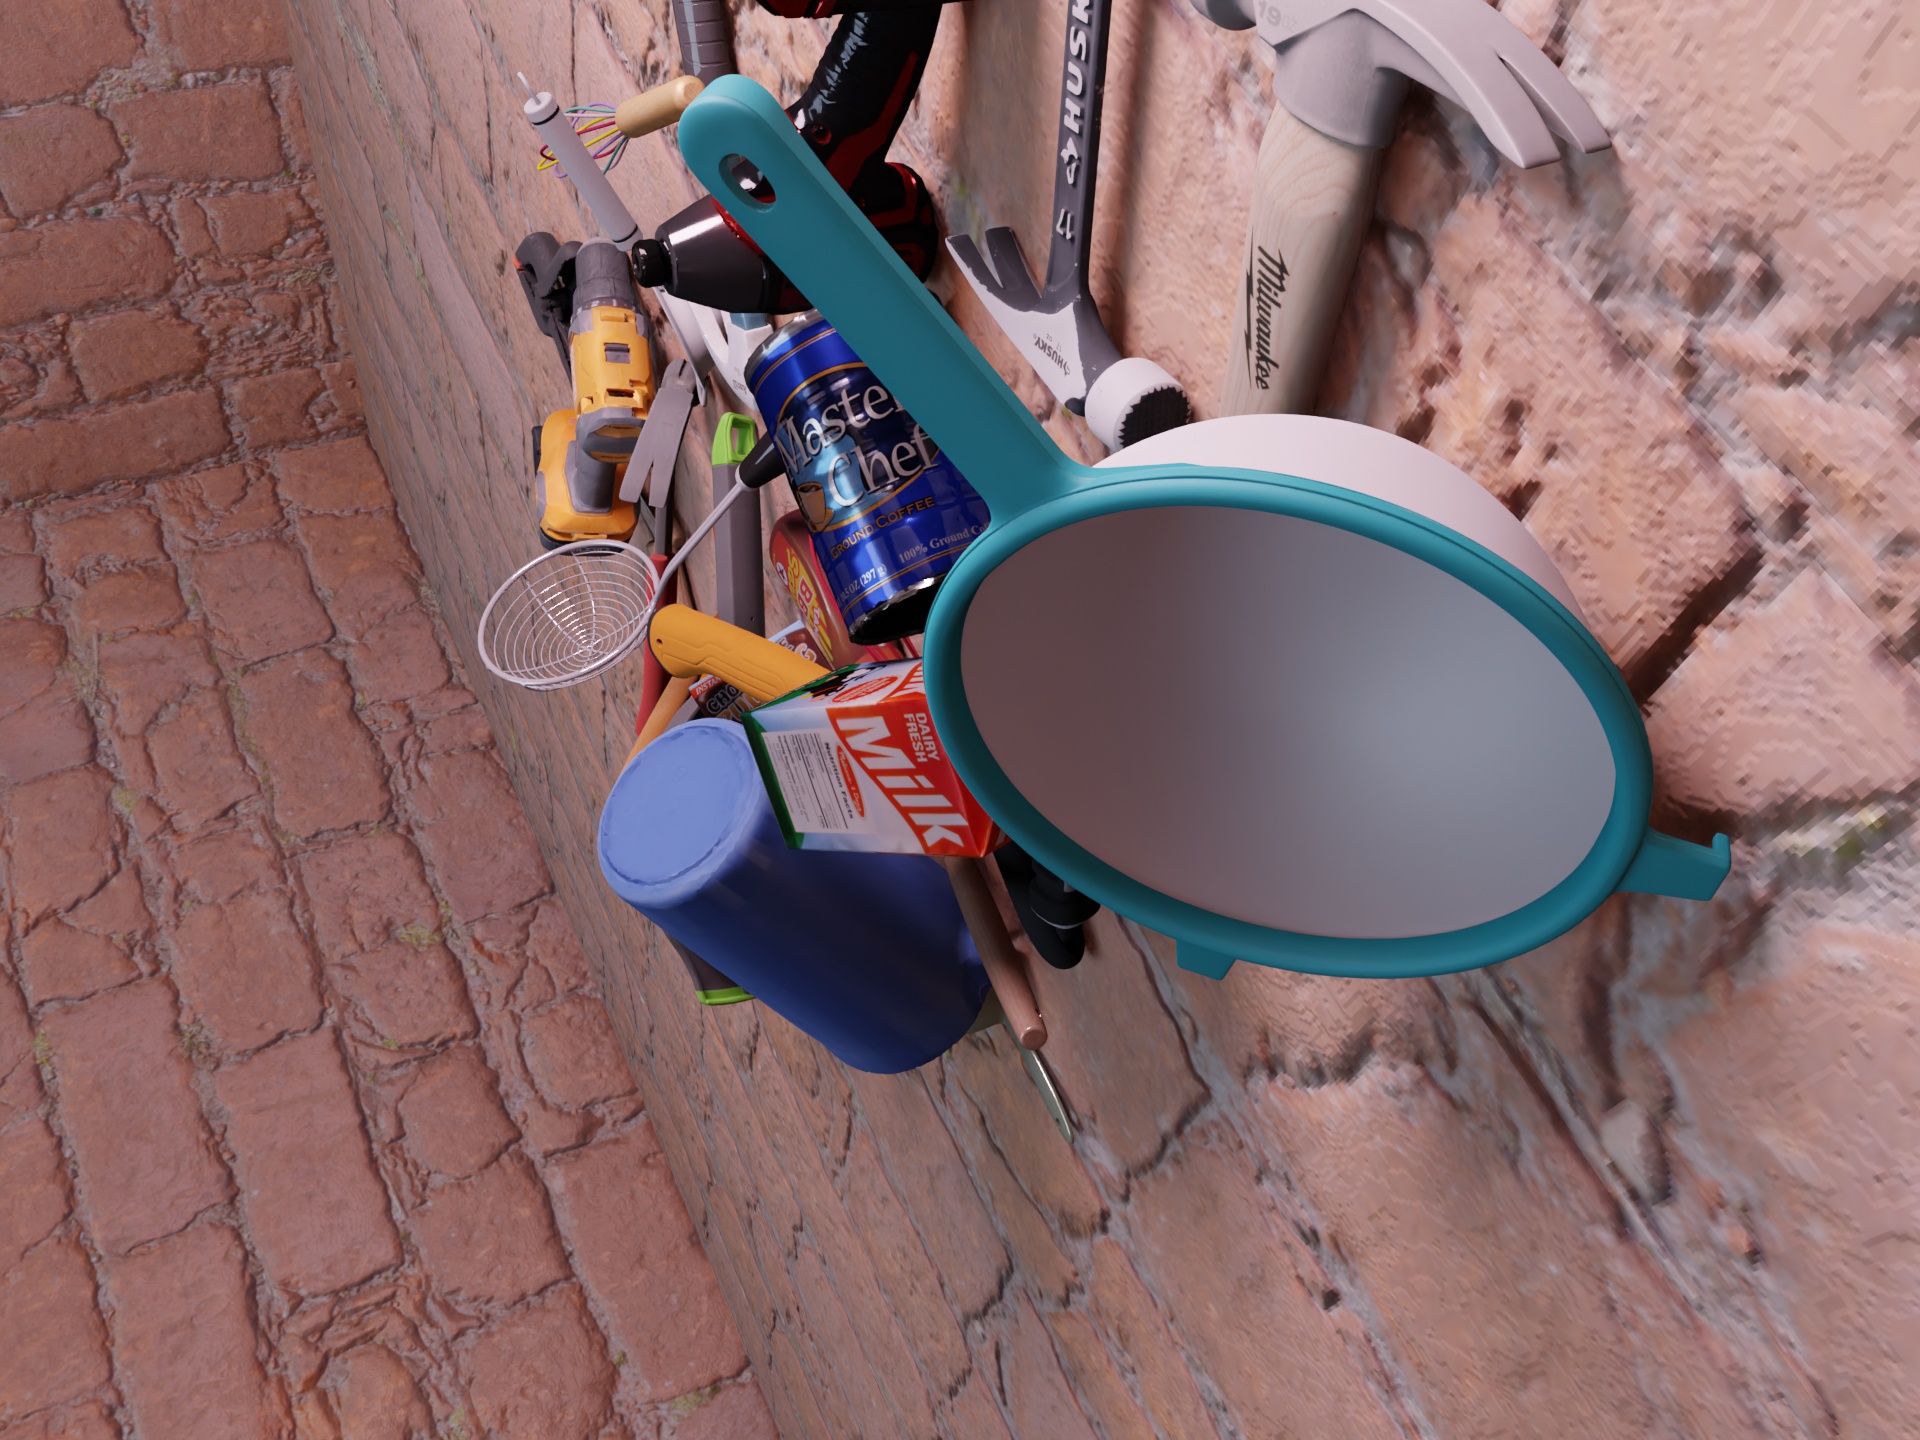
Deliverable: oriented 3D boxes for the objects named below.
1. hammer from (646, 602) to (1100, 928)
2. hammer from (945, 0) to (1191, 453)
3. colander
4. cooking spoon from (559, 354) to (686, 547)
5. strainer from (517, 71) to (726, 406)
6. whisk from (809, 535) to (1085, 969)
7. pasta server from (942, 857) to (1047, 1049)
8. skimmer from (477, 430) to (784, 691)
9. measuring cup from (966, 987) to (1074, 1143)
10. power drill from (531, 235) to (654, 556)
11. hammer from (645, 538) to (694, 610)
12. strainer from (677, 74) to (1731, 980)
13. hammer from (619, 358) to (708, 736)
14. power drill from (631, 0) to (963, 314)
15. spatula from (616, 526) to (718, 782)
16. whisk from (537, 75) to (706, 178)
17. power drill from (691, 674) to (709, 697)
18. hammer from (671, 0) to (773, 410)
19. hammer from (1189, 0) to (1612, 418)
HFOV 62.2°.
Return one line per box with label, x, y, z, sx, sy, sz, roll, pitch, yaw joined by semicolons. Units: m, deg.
hammer;-0.058;-0.010;0.834;0.337;0.034;0.127;23;126;40
hammer;0.046;-0.296;0.530;0.149;0.036;0.408;52;151;41
colander;-0.115;-0.010;1.060;0.094;0.204;0.397;-2;90;31
cooking spoon;-0.308;-0.257;1.418;0.319;0.017;0.068;55;152;34
strainer;-0.207;-0.304;1.019;0.258;0.050;0.087;56;-176;-48
whisk;-0.001;-0.003;0.852;0.296;0.073;0.073;65;158;1
pasta server;-0.004;0.085;0.850;0.060;0.040;0.316;43;-171;-25
skimmer;-0.184;-0.129;0.972;0.363;0.090;0.127;-37;35;43
measuring cup;0.017;0.194;0.984;0.168;0.038;0.083;59;155;32
power drill;-0.293;-0.255;1.275;0.226;0.084;0.185;130;135;-59
hammer;-0.220;0.001;1.402;0.130;0.031;0.331;16;122;64
strainer;0.060;-0.060;0.462;0.211;0.095;0.340;-20;123;45
hammer;-0.232;-0.095;1.226;0.358;0.036;0.149;105;174;-49
power drill;-0.067;-0.265;0.678;0.079;0.143;0.219;63;155;26
spatula;-0.195;-0.045;1.128;0.323;0.041;0.081;-75;-16;-56
whisk;-0.212;-0.363;0.979;0.245;0.047;0.051;19;124;57
power drill;-0.177;0.066;1.293;0.164;0.084;0.226;-165;63;-66
hammer;-0.142;-0.347;0.934;0.128;0.033;0.330;37;140;53
hammer;0.106;-0.060;0.577;0.146;0.038;0.410;53;152;35
